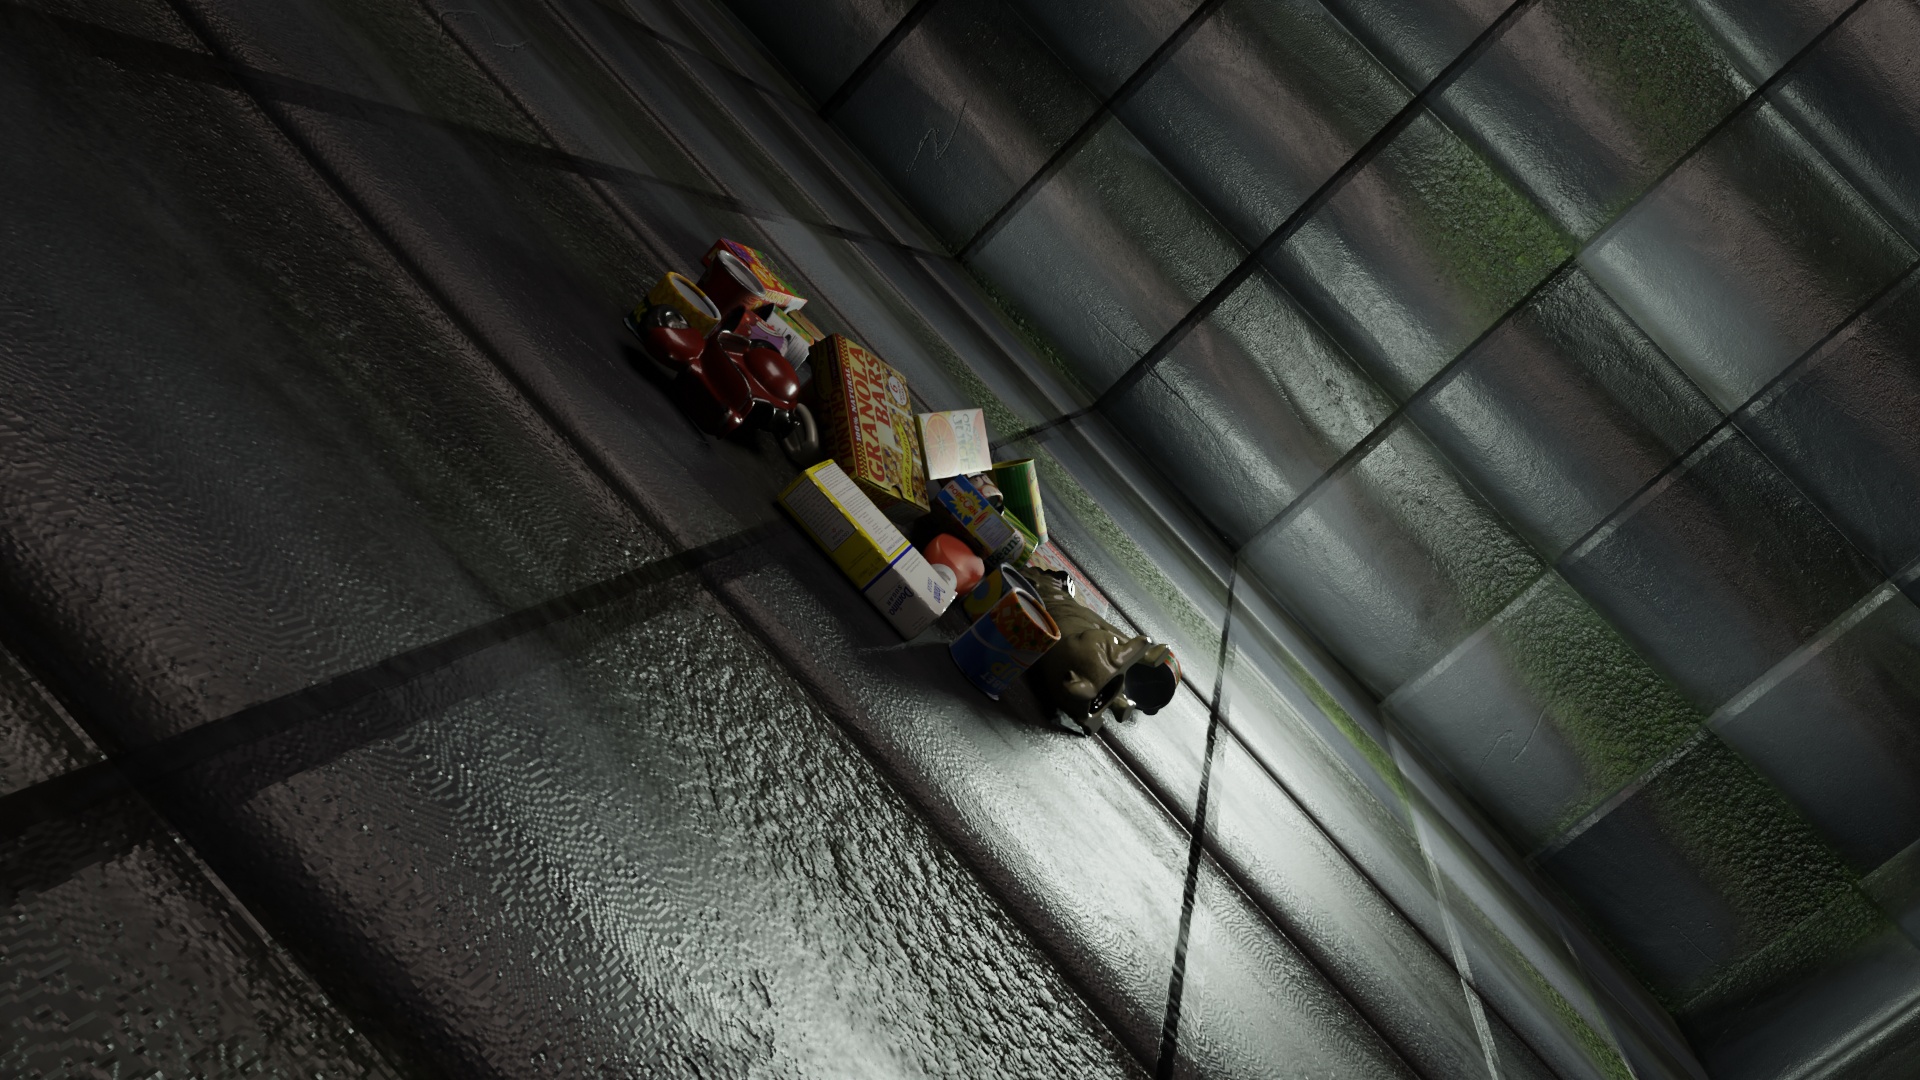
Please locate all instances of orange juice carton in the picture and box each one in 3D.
[{"bbox_3d":[-0.025,-0.104,1.547,0.193,0.073,0.071,-15,96,-62],"label":"orange juice carton"}]

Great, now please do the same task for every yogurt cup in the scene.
[{"bbox_3d":[-0.254,-0.273,1.511,0.072,0.054,0.072,43,15,-14],"label":"yogurt cup"}]

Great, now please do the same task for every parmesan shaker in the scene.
[{"bbox_3d":[0.065,-0.043,1.679,0.071,0.071,0.103,-45,125,-76],"label":"parmesan shaker"}]

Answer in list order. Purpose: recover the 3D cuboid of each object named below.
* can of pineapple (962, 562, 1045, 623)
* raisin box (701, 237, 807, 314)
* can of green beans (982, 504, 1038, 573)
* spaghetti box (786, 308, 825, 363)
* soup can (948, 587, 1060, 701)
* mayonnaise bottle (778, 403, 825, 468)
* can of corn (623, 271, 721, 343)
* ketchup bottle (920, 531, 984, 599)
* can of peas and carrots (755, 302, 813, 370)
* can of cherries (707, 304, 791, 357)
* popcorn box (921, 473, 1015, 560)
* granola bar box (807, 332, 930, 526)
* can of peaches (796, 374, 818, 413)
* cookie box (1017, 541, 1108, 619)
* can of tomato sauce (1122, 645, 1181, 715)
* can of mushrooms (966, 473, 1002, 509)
[{"bbox_3d":[0.044,0.066,1.427,0.071,0.057,0.071,43,14,-14],"label":"can of pineapple"},{"bbox_3d":[-0.246,-0.312,1.669,0.086,0.040,0.123,50,15,10],"label":"raisin box"},{"bbox_3d":[0.046,0.003,1.589,0.058,0.071,0.071,44,14,-11],"label":"can of green beans"},{"bbox_3d":[-0.123,-0.181,1.682,0.250,0.028,0.050,45,14,-5],"label":"spaghetti box"},{"bbox_3d":[0.043,0.096,1.293,0.071,0.083,0.071,43,15,-14],"label":"soup can"},{"bbox_3d":[-0.121,-0.084,1.405,0.148,0.041,0.065,31,30,-50],"label":"mayonnaise bottle"},{"bbox_3d":[-0.267,-0.208,1.289,0.071,0.058,0.071,43,14,-13],"label":"can of corn"},{"bbox_3d":[-0.015,0.032,1.381,0.065,0.043,0.149,46,15,-1],"label":"ketchup bottle"},{"bbox_3d":[-0.198,-0.208,1.472,0.058,0.071,0.071,41,15,-23],"label":"can of peas and carrots"},{"bbox_3d":[-0.212,-0.194,1.381,0.058,0.071,0.072,38,16,-27],"label":"can of cherries"},{"bbox_3d":[0.005,-0.019,1.486,0.085,0.038,0.126,47,-13,-1],"label":"popcorn box"},{"bbox_3d":[-0.090,-0.110,1.386,0.124,0.039,0.166,26,46,-53],"label":"granola bar box"},{"bbox_3d":[-0.143,-0.133,1.439,0.071,0.058,0.071,43,14,-13],"label":"can of peaches"},{"bbox_3d":[0.118,0.066,1.674,0.123,0.040,0.168,46,15,-2],"label":"cookie box"},{"bbox_3d":[0.230,0.166,1.666,0.071,0.071,0.083,48,14,5],"label":"can of tomato sauce"},{"bbox_3d":[0.014,-0.045,1.625,0.033,0.071,0.071,54,16,22],"label":"can of mushrooms"}]
